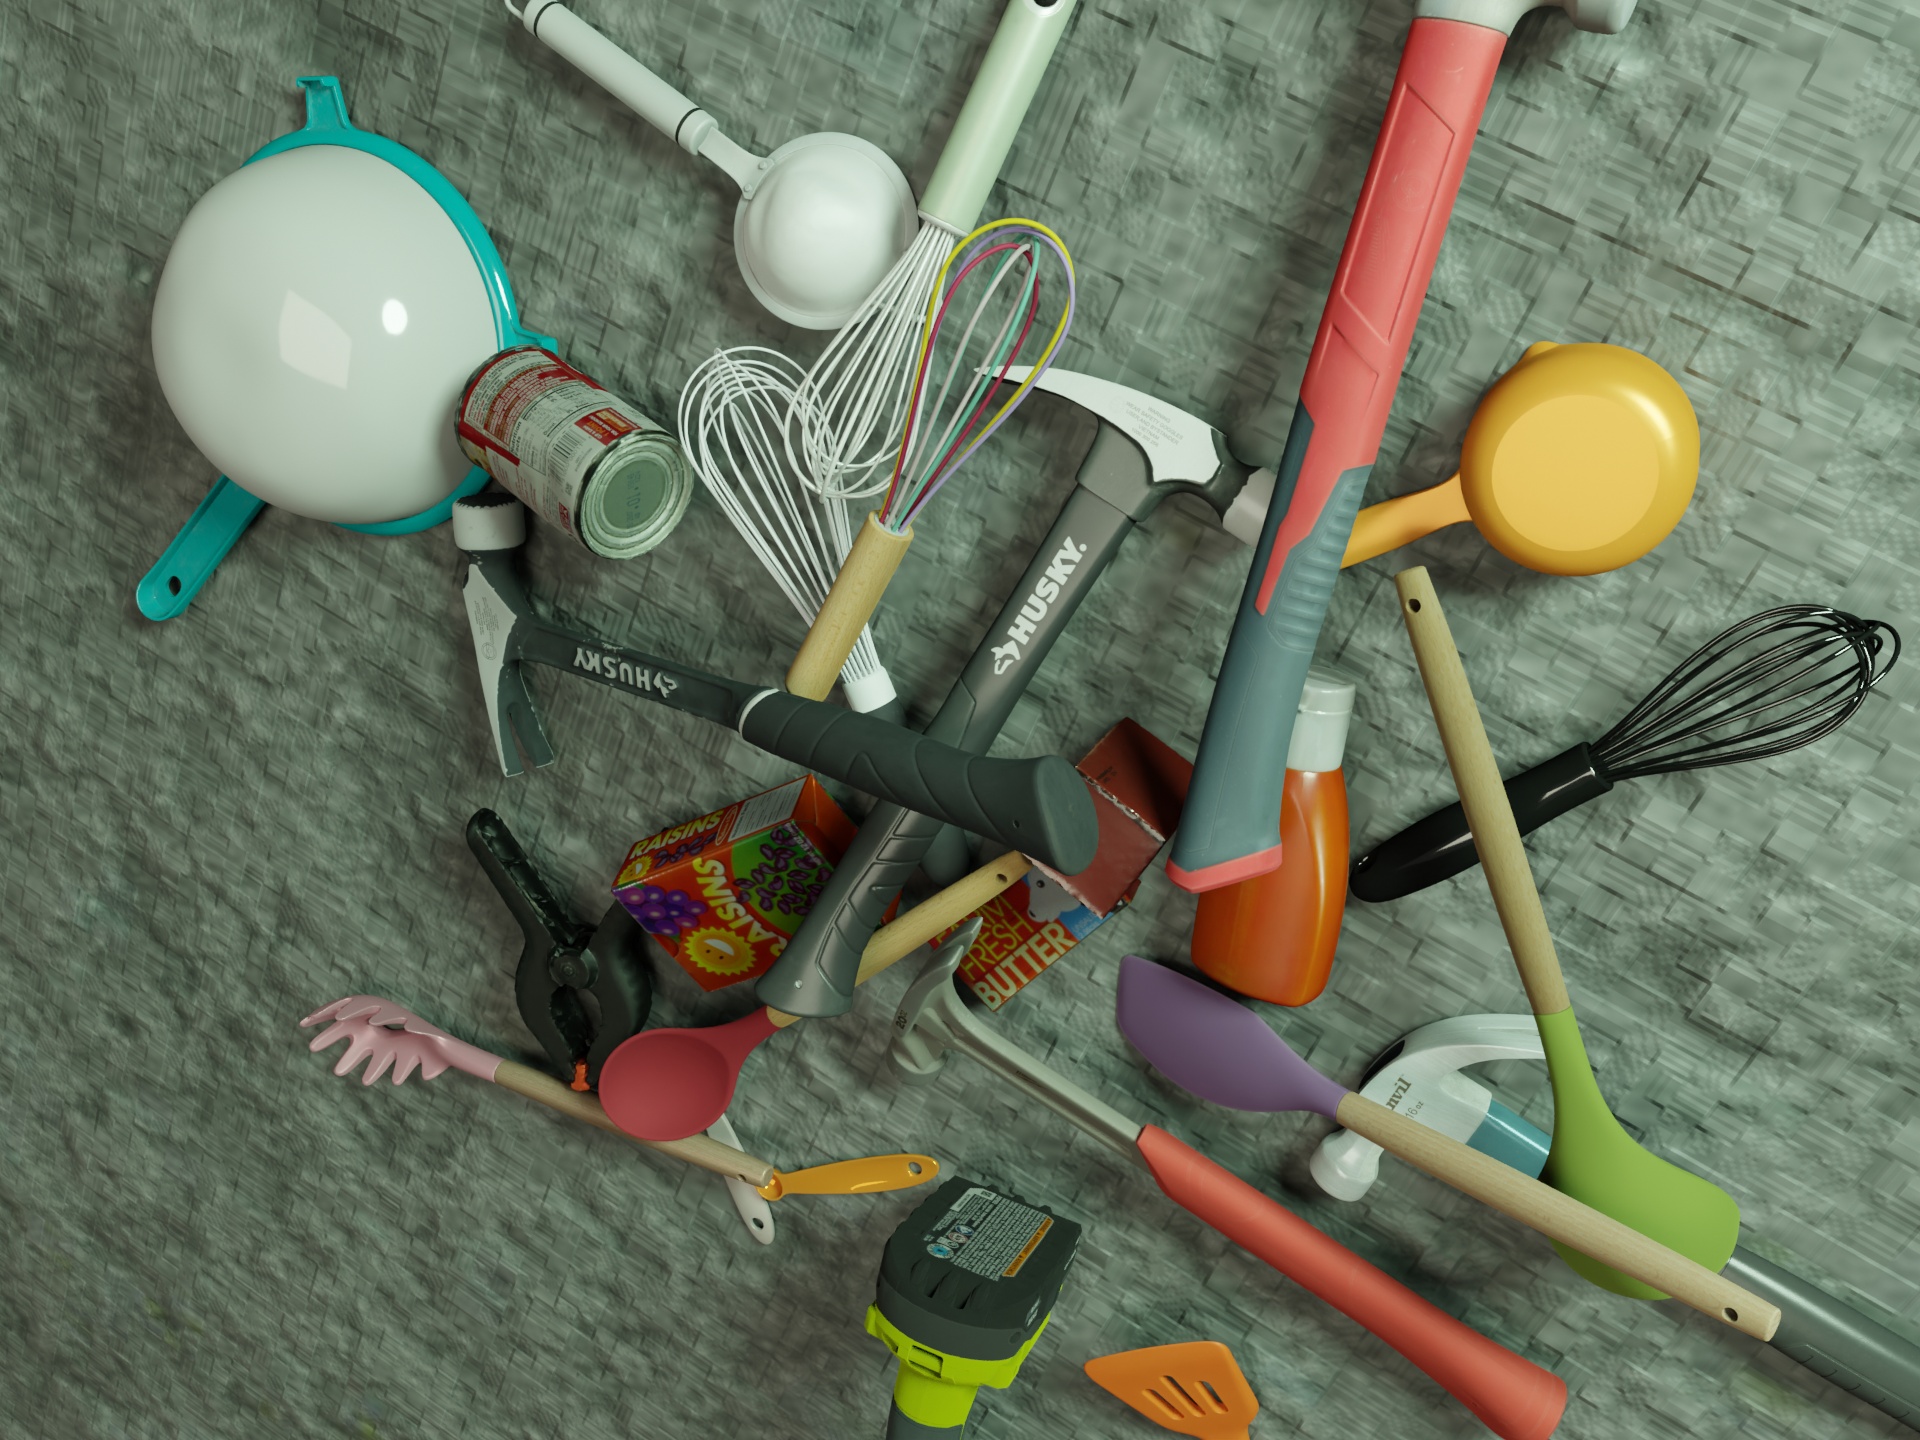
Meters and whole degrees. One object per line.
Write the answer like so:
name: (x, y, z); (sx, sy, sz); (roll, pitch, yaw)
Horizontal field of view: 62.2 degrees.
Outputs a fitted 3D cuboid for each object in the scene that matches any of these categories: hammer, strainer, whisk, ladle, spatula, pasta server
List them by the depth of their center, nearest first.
hammer: (0.133, -0.118, 0.624); (0.143, 0.038, 0.386); (21, 105, 23)
whisk: (0.259, 0.022, 0.649); (0.239, 0.055, 0.055); (-34, 92, 33)
ladle: (0.237, 0.088, 0.649); (0.078, 0.062, 0.320); (-16, 94, 40)
whisk: (-0.023, -0.103, 0.674); (0.245, 0.047, 0.051); (-59, 39, 32)
whisk: (-0.010, -0.204, 0.677); (0.058, 0.059, 0.246); (25, 105, -3)
spatula: (0.187, 0.179, 0.684); (0.316, 0.018, 0.059); (20, 116, 43)
hammer: (0.329, 0.241, 0.700); (0.331, 0.033, 0.128); (30, 117, 11)
strainer: (-0.115, -0.261, 0.720); (0.258, 0.050, 0.087); (39, 102, 11)
hammer: (-0.001, -0.002, 0.720); (0.146, 0.035, 0.334); (35, 104, 11)
hammer: (-0.106, -0.002, 0.733); (0.409, 0.036, 0.149); (18, 117, 38)
hammer: (0.127, 0.225, 0.756); (0.359, 0.037, 0.149); (32, 146, 6)
whisk: (-0.056, -0.043, 0.759); (0.070, 0.070, 0.284); (-17, 104, 27)
ladle: (-0.078, 0.139, 0.810); (0.315, 0.031, 0.069); (-35, 107, 32)
strainer: (-0.379, -0.154, 0.836); (0.340, 0.095, 0.211); (-40, 89, 27)
spatula: (0.167, 0.453, 0.836); (0.081, 0.041, 0.322); (-21, 99, 27)
pasta server: (-0.251, 0.219, 0.930); (0.316, 0.040, 0.060); (14, 131, 21)

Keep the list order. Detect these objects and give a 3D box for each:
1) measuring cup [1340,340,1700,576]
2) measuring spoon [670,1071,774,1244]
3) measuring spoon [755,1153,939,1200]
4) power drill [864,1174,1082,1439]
measuring cup: (0.202, -0.086, 0.632); (0.173, 0.052, 0.095); (-20, 99, 25)
measuring spoon: (-0.136, 0.249, 0.910); (0.034, 0.018, 0.124); (-18, 100, 27)
measuring spoon: (-0.063, 0.253, 0.887); (0.117, 0.011, 0.021); (-13, 101, 23)
power drill: (-0.008, 0.361, 0.817); (0.080, 0.190, 0.228); (17, 99, 18)
